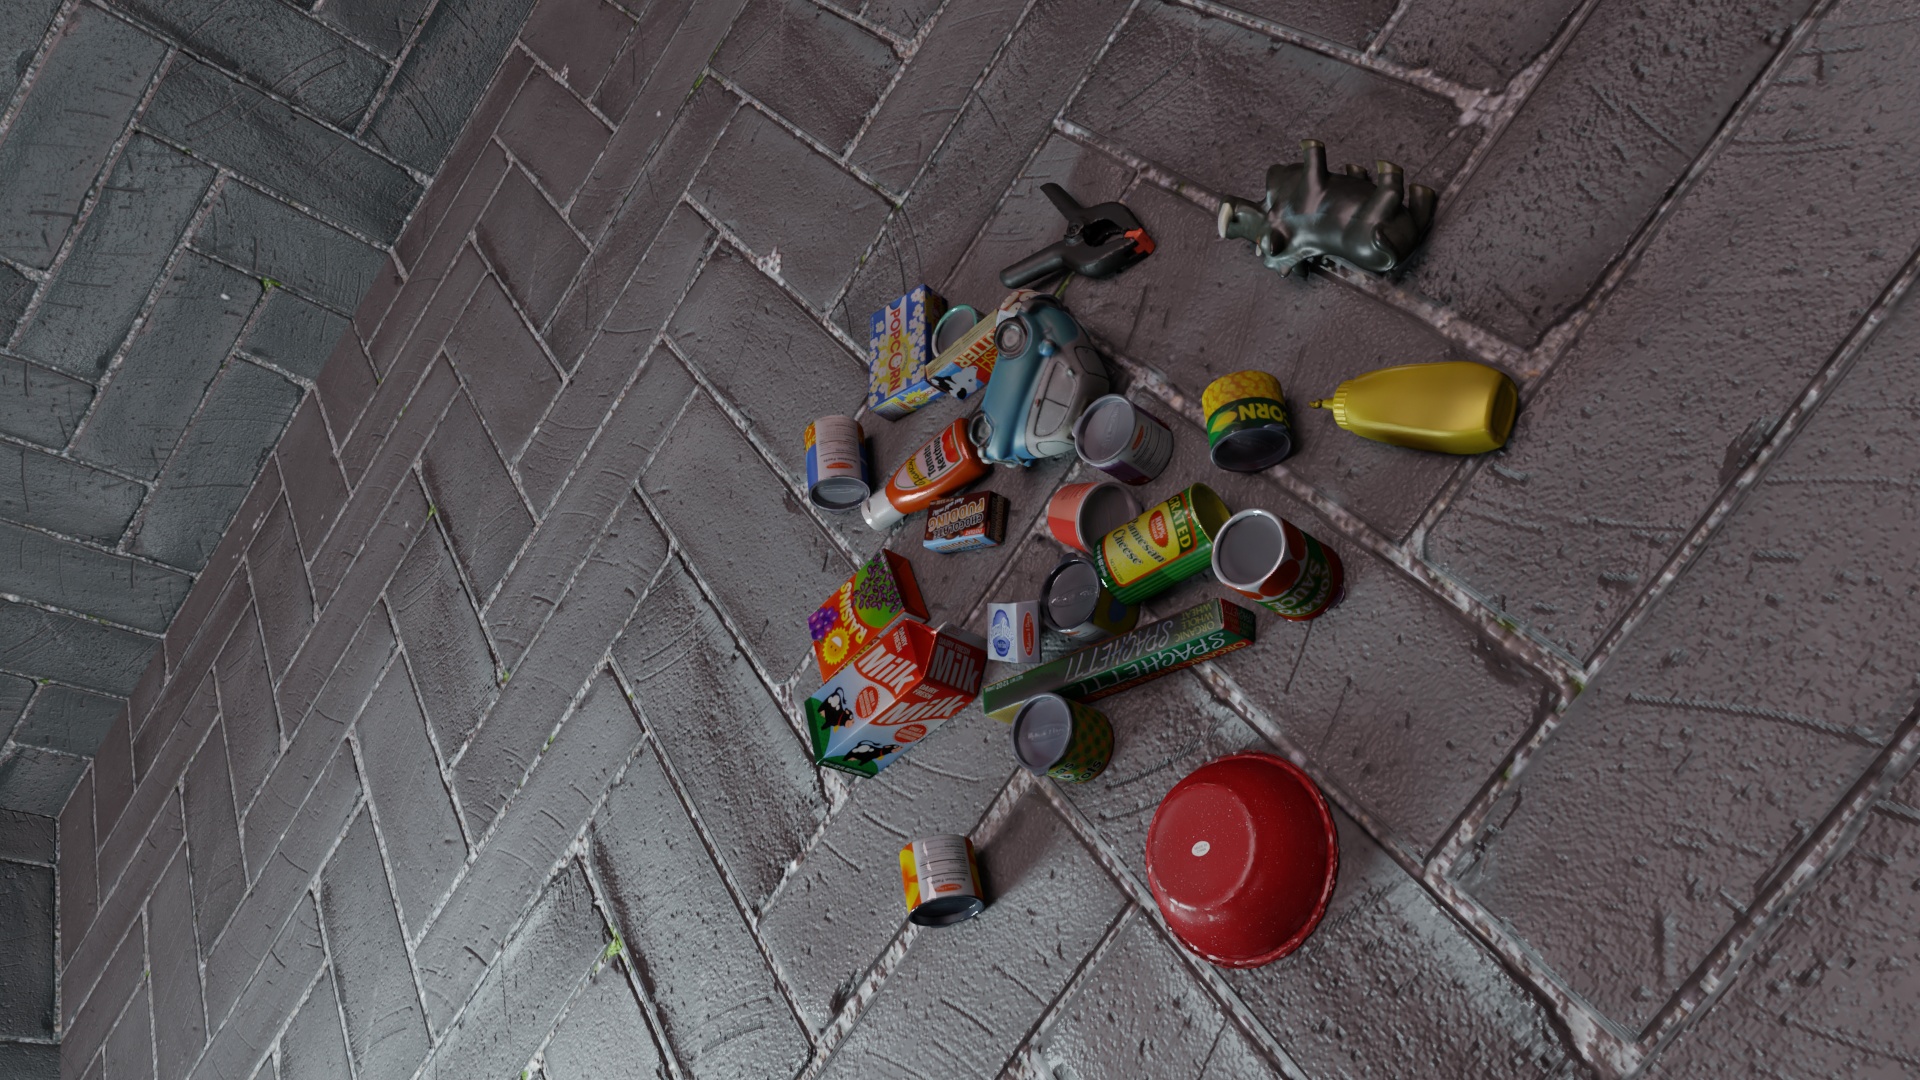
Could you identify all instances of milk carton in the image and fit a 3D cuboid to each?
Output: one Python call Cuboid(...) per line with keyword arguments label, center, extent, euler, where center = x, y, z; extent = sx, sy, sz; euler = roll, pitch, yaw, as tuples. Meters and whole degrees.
Cuboid(label="milk carton", center=(-0.055, 0.139, 1.302), extent=(0.190, 0.072, 0.074), euler=(-39, 47, 25))

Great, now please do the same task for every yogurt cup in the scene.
Cuboid(label="yogurt cup", center=(0.114, -0.021, 1.219), extent=(0.054, 0.072, 0.072), euler=(11, 79, 56))

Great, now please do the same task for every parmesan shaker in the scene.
Cuboid(label="parmesan shaker", center=(0.169, 0.007, 1.146), extent=(0.102, 0.071, 0.071), euler=(-32, 51, 31))

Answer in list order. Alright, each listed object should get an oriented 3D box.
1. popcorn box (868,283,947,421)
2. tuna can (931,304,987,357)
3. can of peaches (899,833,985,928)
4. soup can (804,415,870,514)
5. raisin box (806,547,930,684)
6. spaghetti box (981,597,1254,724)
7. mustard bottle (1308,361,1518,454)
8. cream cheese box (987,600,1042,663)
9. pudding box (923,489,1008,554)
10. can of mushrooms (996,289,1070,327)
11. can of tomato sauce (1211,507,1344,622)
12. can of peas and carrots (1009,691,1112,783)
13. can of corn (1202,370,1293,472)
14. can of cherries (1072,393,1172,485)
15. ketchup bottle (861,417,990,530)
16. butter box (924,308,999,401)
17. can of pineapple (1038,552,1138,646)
Cuboid(label="popcorn box", center=(-0.057, -0.202, 1.500), extent=(0.085, 0.038, 0.127), euler=(-24, 55, 37))
Cuboid(label="tuna can", center=(0.005, -0.212, 1.447), extent=(0.071, 0.033, 0.071), euler=(-22, 56, 38))
Cuboid(label="can of peaches", center=(-0.017, 0.293, 1.193), extent=(0.071, 0.071, 0.058), euler=(-35, 49, 29))
Cuboid(label="soup can", center=(-0.134, -0.082, 1.499), extent=(0.071, 0.071, 0.084), euler=(-32, 50, 31))
Cuboid(label="raisin box", center=(-0.095, 0.080, 1.397), extent=(0.123, 0.040, 0.086), euler=(-43, 47, 23))
Cuboid(label="spaghetti box", center=(0.126, 0.104, 1.153), extent=(0.249, 0.050, 0.029), euler=(-25, 56, 35))
Cuboid(label="mustard bottle", center=(0.334, -0.102, 1.047), extent=(0.160, 0.049, 0.065), euler=(10, 78, 48))
Cuboid(label="cream cheese box", center=(0.047, 0.080, 1.219), extent=(0.103, 0.024, 0.053), euler=(165, 104, -77))
Cuboid(label="pudding box", center=(0.005, -0.017, 1.351), extent=(0.083, 0.030, 0.050), euler=(-9, 65, 43))
Cuboid(label="can of mushrooms", center=(0.071, -0.212, 1.358), extent=(0.033, 0.071, 0.071), euler=(24, 89, 49))
Cuboid(label="can of tomato sauce", center=(0.241, 0.020, 1.053), extent=(0.071, 0.083, 0.071), euler=(-22, 56, 37))
Cuboid(label="can of peas and carrots", center=(0.085, 0.167, 1.156), extent=(0.070, 0.058, 0.071), euler=(-21, 58, 38))
Cuboid(label="can of corn", center=(0.235, -0.098, 1.131), extent=(0.071, 0.071, 0.058), euler=(-27, 53, 34))
Cuboid(label="can of cherries", center=(0.143, -0.089, 1.227), extent=(0.071, 0.058, 0.072), euler=(-21, 57, 38))
Cuboid(label="ketchup bottle", center=(-0.037, -0.061, 1.406), extent=(0.148, 0.043, 0.065), euler=(-35, 49, 30))
Cuboid(label="butter box", center=(0.019, -0.186, 1.405), extent=(0.103, 0.053, 0.024), euler=(-36, 46, 27))
Cuboid(label="can of pineapple", center=(0.111, 0.052, 1.188), extent=(0.071, 0.058, 0.071), euler=(-22, 56, 37))
